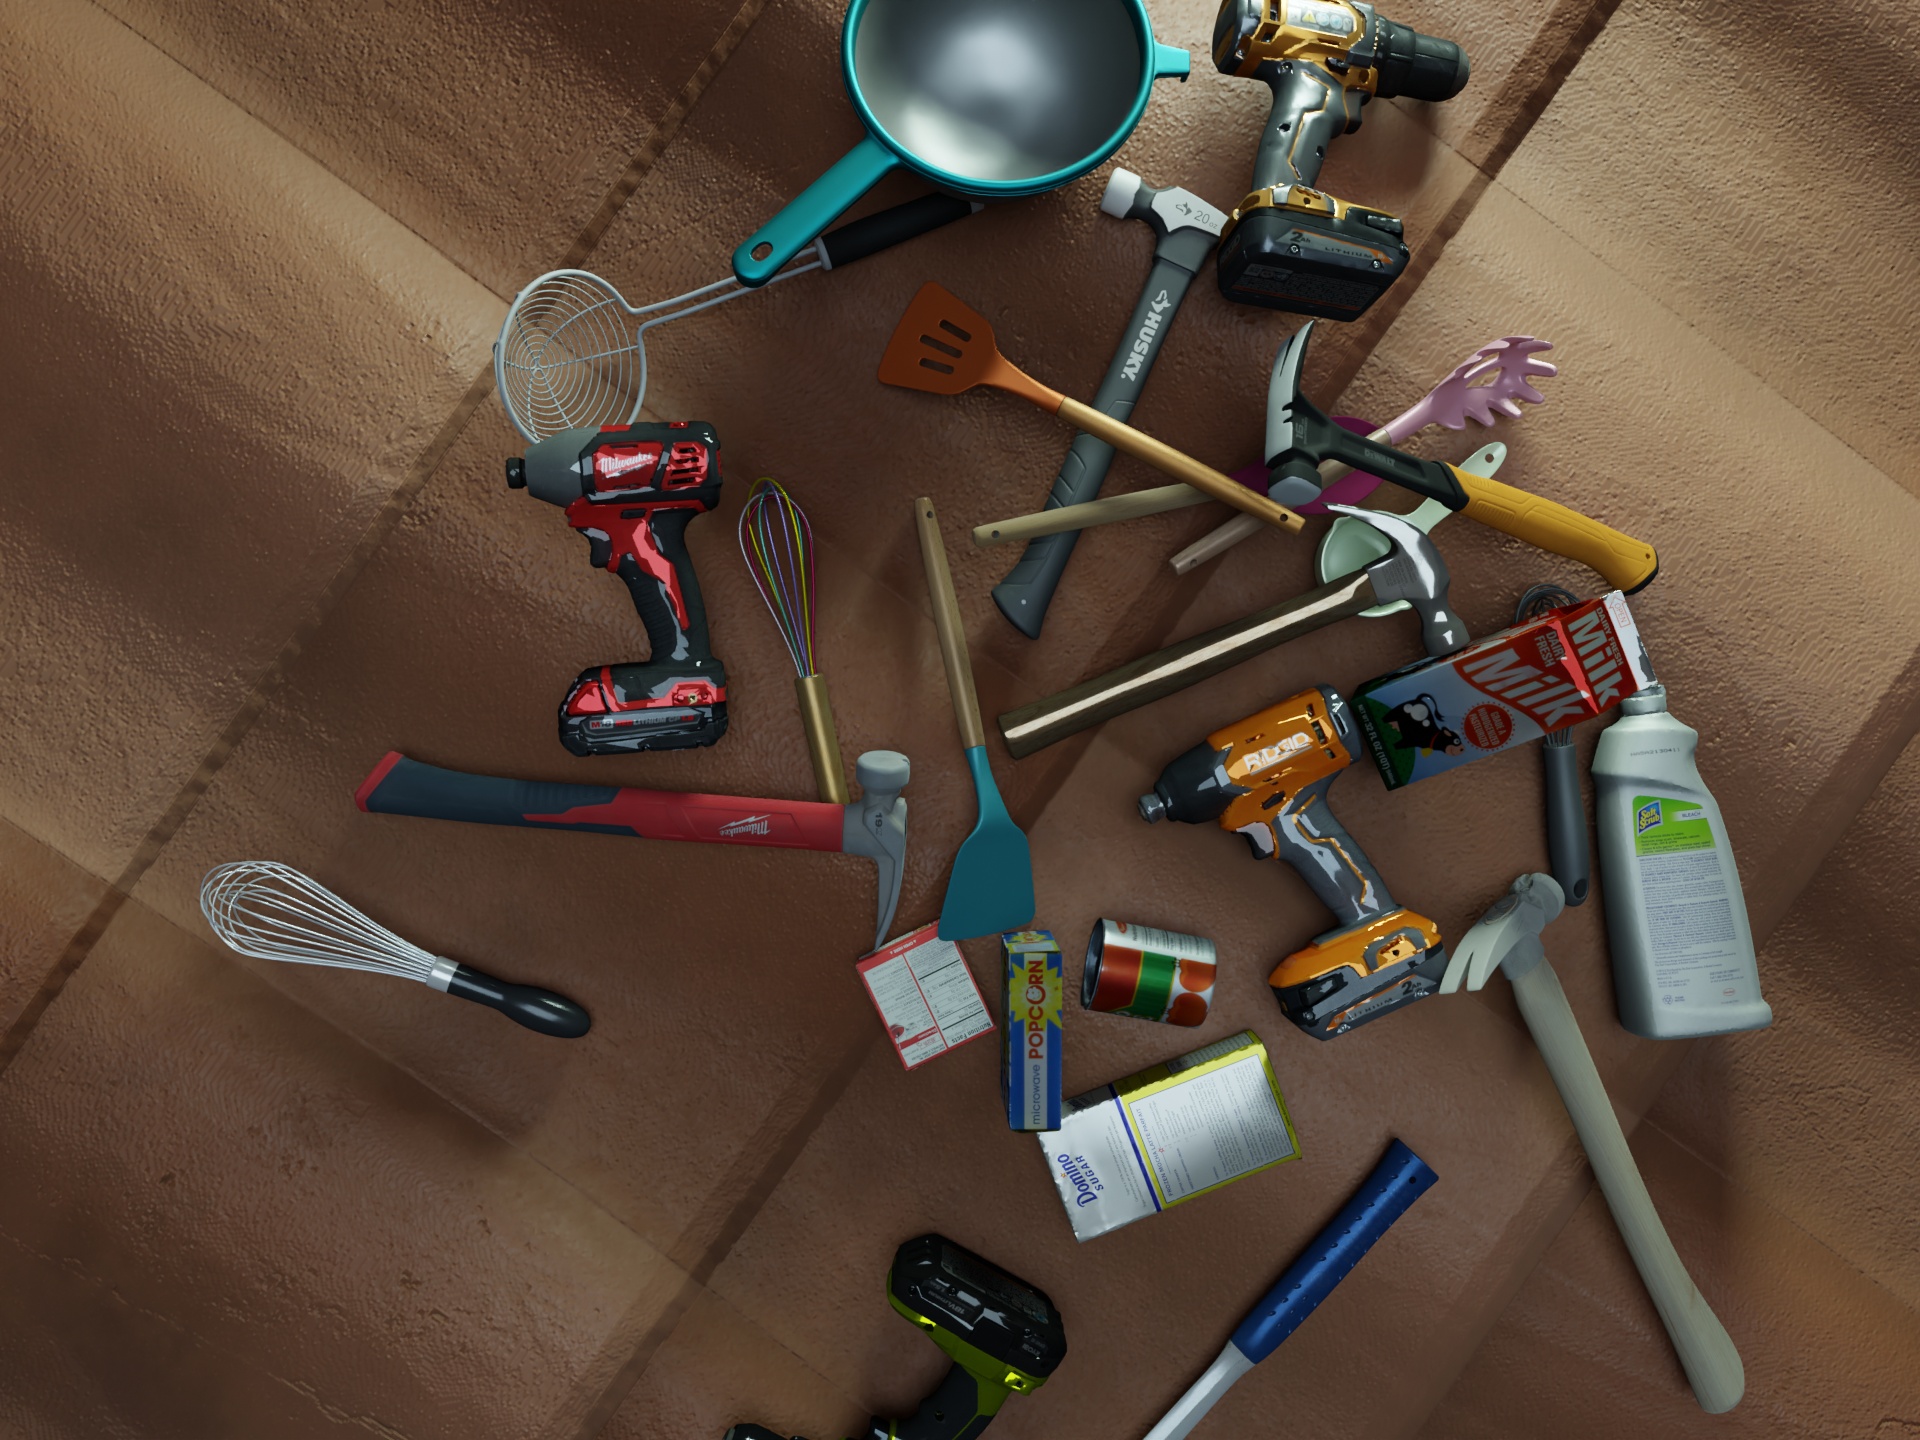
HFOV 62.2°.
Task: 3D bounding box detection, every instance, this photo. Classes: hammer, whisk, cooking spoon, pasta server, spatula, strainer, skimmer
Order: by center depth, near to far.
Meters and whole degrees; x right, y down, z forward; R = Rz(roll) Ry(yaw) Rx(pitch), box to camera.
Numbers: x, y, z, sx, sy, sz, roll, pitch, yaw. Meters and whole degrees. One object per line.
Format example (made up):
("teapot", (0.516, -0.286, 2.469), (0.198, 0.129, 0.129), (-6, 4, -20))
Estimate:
("strainer", (-0.022, -0.394, 1.089), (0.340, 0.095, 0.211), (-43, 82, -9))
("skimmer", (-0.146, -0.293, 1.103), (0.363, 0.090, 0.127), (-22, 125, -4))
("hammer", (0.355, -0.162, 1.103), (0.336, 0.034, 0.127), (17, 66, -23))
("spatula", (0.093, -0.207, 1.110), (0.322, 0.041, 0.081), (28, 94, 6))
("whisk", (-0.396, 0.167, 1.122), (0.284, 0.070, 0.070), (22, 90, -8))
("hammer", (0.182, -0.052, 1.127), (0.331, 0.031, 0.130), (-23, 98, 7))
("hammer", (-0.232, 0.080, 1.128), (0.386, 0.038, 0.143), (4, 109, 1))
("cooking spoon", (0.160, -0.161, 1.130), (0.319, 0.017, 0.068), (-13, 105, -13))
("pasta server", (0.285, -0.186, 1.133), (0.316, 0.040, 0.060), (-32, 126, -8))
("whisk", (-0.115, -0.053, 1.139), (0.047, 0.051, 0.245), (-10, 96, 19))
("hammer", (0.463, 0.321, 1.140), (0.146, 0.038, 0.410), (-32, 99, -43))
("hammer", (0.111, -0.215, 1.143), (0.146, 0.035, 0.335), (24, 90, -2))
("spatula", (-0.002, -0.004, 1.143), (0.082, 0.044, 0.317), (-8, 84, -29))
("whisk", (0.438, 0.019, 1.160), (0.055, 0.055, 0.239), (-8, 96, -2))
("hammer", (0.203, 0.473, 1.163), (0.144, 0.035, 0.405), (43, 89, -2))

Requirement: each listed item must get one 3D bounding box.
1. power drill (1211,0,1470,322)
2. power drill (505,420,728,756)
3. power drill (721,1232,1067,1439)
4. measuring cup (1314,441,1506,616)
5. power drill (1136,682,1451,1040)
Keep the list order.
("power drill", (0.267, -0.398, 1.110), (0.185, 0.084, 0.226), (7, 75, -11))
("power drill", (-0.230, -0.092, 1.087), (0.143, 0.079, 0.219), (-4, 101, -10))
("power drill", (-0.046, 0.491, 1.134), (0.190, 0.080, 0.228), (30, 93, -3))
("measuring cup", (0.327, -0.142, 1.154), (0.167, 0.038, 0.083), (-42, 93, -3))
("power drill", (0.236, 0.107, 1.136), (0.164, 0.084, 0.226), (-24, 88, -1))
